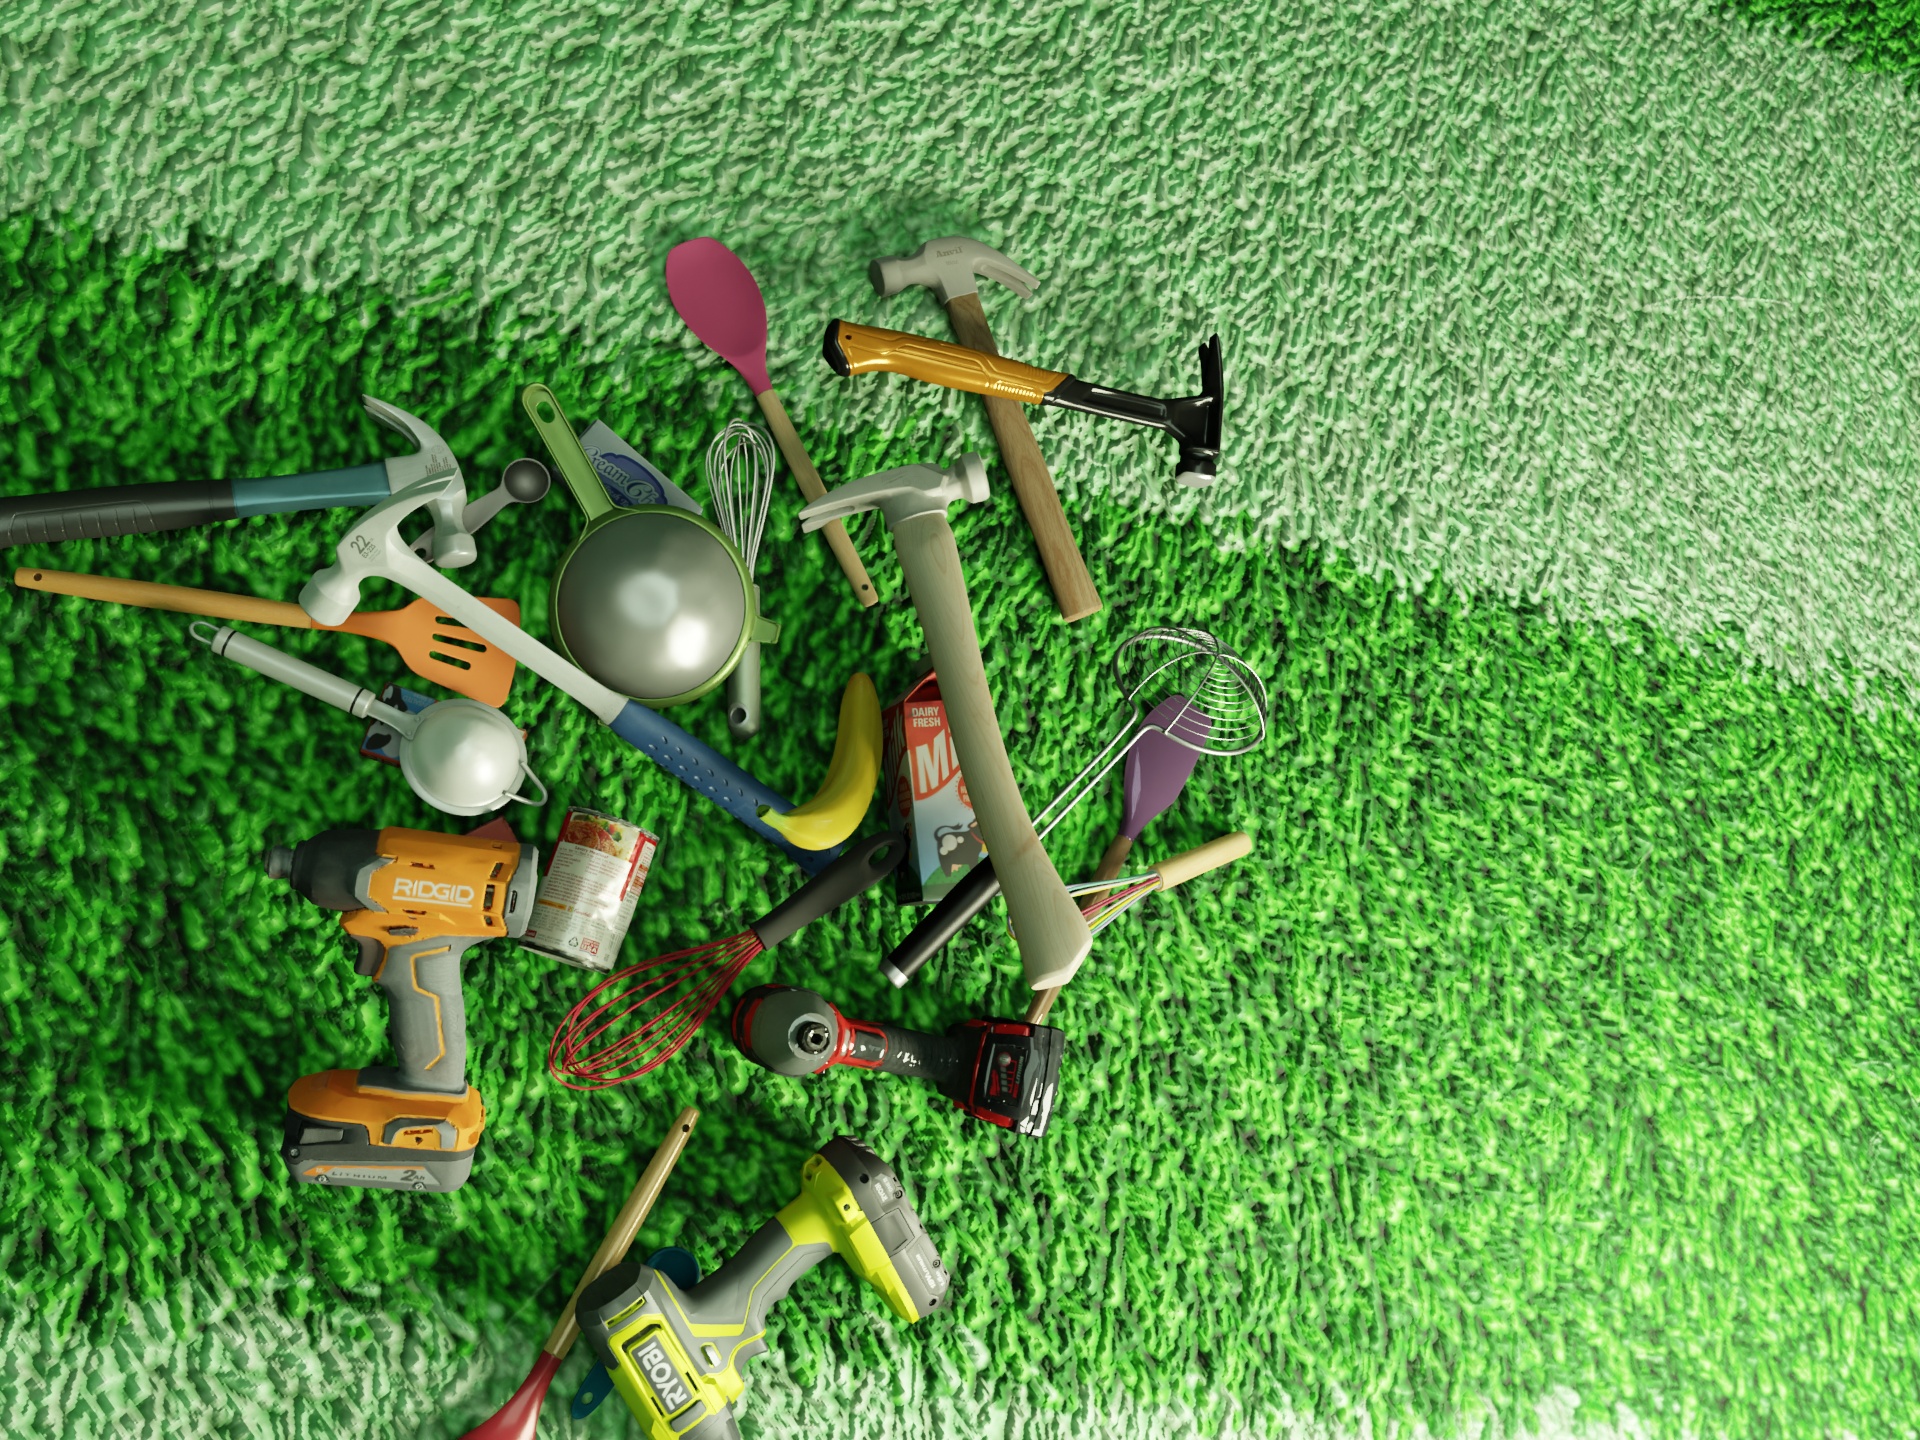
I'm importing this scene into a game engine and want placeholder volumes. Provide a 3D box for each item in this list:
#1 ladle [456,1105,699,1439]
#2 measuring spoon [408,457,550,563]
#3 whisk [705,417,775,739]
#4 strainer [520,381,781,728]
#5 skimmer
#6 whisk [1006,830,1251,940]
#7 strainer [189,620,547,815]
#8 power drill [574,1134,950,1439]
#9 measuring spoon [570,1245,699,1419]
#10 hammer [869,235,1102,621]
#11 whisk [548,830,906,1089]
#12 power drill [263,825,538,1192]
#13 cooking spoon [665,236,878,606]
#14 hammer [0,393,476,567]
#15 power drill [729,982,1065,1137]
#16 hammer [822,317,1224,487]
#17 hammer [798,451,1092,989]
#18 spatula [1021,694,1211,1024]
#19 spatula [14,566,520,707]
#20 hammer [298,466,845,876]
[{"bbox_3d":[-0.262,0.407,1.082,0.069,0.031,0.315,36,69,-19],"label":"ladle"},{"bbox_3d":[-0.354,-0.148,1.160,0.124,0.018,0.034,-38,92,-14],"label":"measuring spoon"},{"bbox_3d":[-0.164,-0.108,1.201,0.058,0.059,0.246,-3,84,18],"label":"whisk"},{"bbox_3d":[-0.249,-0.130,1.135,0.151,0.069,0.256,-29,94,-3],"label":"strainer"},{"bbox_3d":[0.081,0.067,1.175,0.363,0.090,0.127,-44,72,-9],"label":"skimmer"},{"bbox_3d":[0.138,0.133,1.242,0.245,0.047,0.051,-18,92,-32],"label":"whisk"},{"bbox_3d":[-0.398,-0.008,1.077,0.258,0.050,0.087,25,56,-9],"label":"strainer"},{"bbox_3d":[-0.128,0.407,1.094,0.223,0.080,0.171,-31,103,-20],"label":"power drill"},{"bbox_3d":[-0.228,0.419,1.095,0.042,0.021,0.129,41,74,-21],"label":"measuring spoon"},{"bbox_3d":[0.043,-0.239,1.300,0.130,0.031,0.331,-21,88,-21],"label":"hammer"},{"bbox_3d":[-0.160,0.165,1.128,0.296,0.073,0.073,-33,92,-17],"label":"whisk"},{"bbox_3d":[-0.371,0.178,1.022,0.164,0.084,0.226,10,97,-17],"label":"power drill"},{"bbox_3d":[-0.142,-0.232,1.242,0.069,0.017,0.319,-27,89,-19],"label":"cooking spoon"},{"bbox_3d":[-0.511,-0.149,1.089,0.331,0.033,0.128,-9,78,-19],"label":"hammer"},{"bbox_3d":[-0.046,0.234,1.125,0.219,0.143,0.078,15,79,-18],"label":"power drill"},{"bbox_3d":[0.056,-0.278,1.275,0.336,0.034,0.127,8,79,-17],"label":"hammer"},{"bbox_3d":[-0.002,-0.004,1.144,0.146,0.038,0.411,-16,68,-2],"label":"hammer"},{"bbox_3d":[0.118,0.115,1.267,0.059,0.018,0.316,34,70,-15],"label":"spatula"},{"bbox_3d":[-0.472,-0.072,1.099,0.322,0.041,0.081,8,78,-13],"label":"spatula"},{"bbox_3d":[-0.244,-0.015,1.108,0.405,0.144,0.035,37,26,-21],"label":"hammer"}]
